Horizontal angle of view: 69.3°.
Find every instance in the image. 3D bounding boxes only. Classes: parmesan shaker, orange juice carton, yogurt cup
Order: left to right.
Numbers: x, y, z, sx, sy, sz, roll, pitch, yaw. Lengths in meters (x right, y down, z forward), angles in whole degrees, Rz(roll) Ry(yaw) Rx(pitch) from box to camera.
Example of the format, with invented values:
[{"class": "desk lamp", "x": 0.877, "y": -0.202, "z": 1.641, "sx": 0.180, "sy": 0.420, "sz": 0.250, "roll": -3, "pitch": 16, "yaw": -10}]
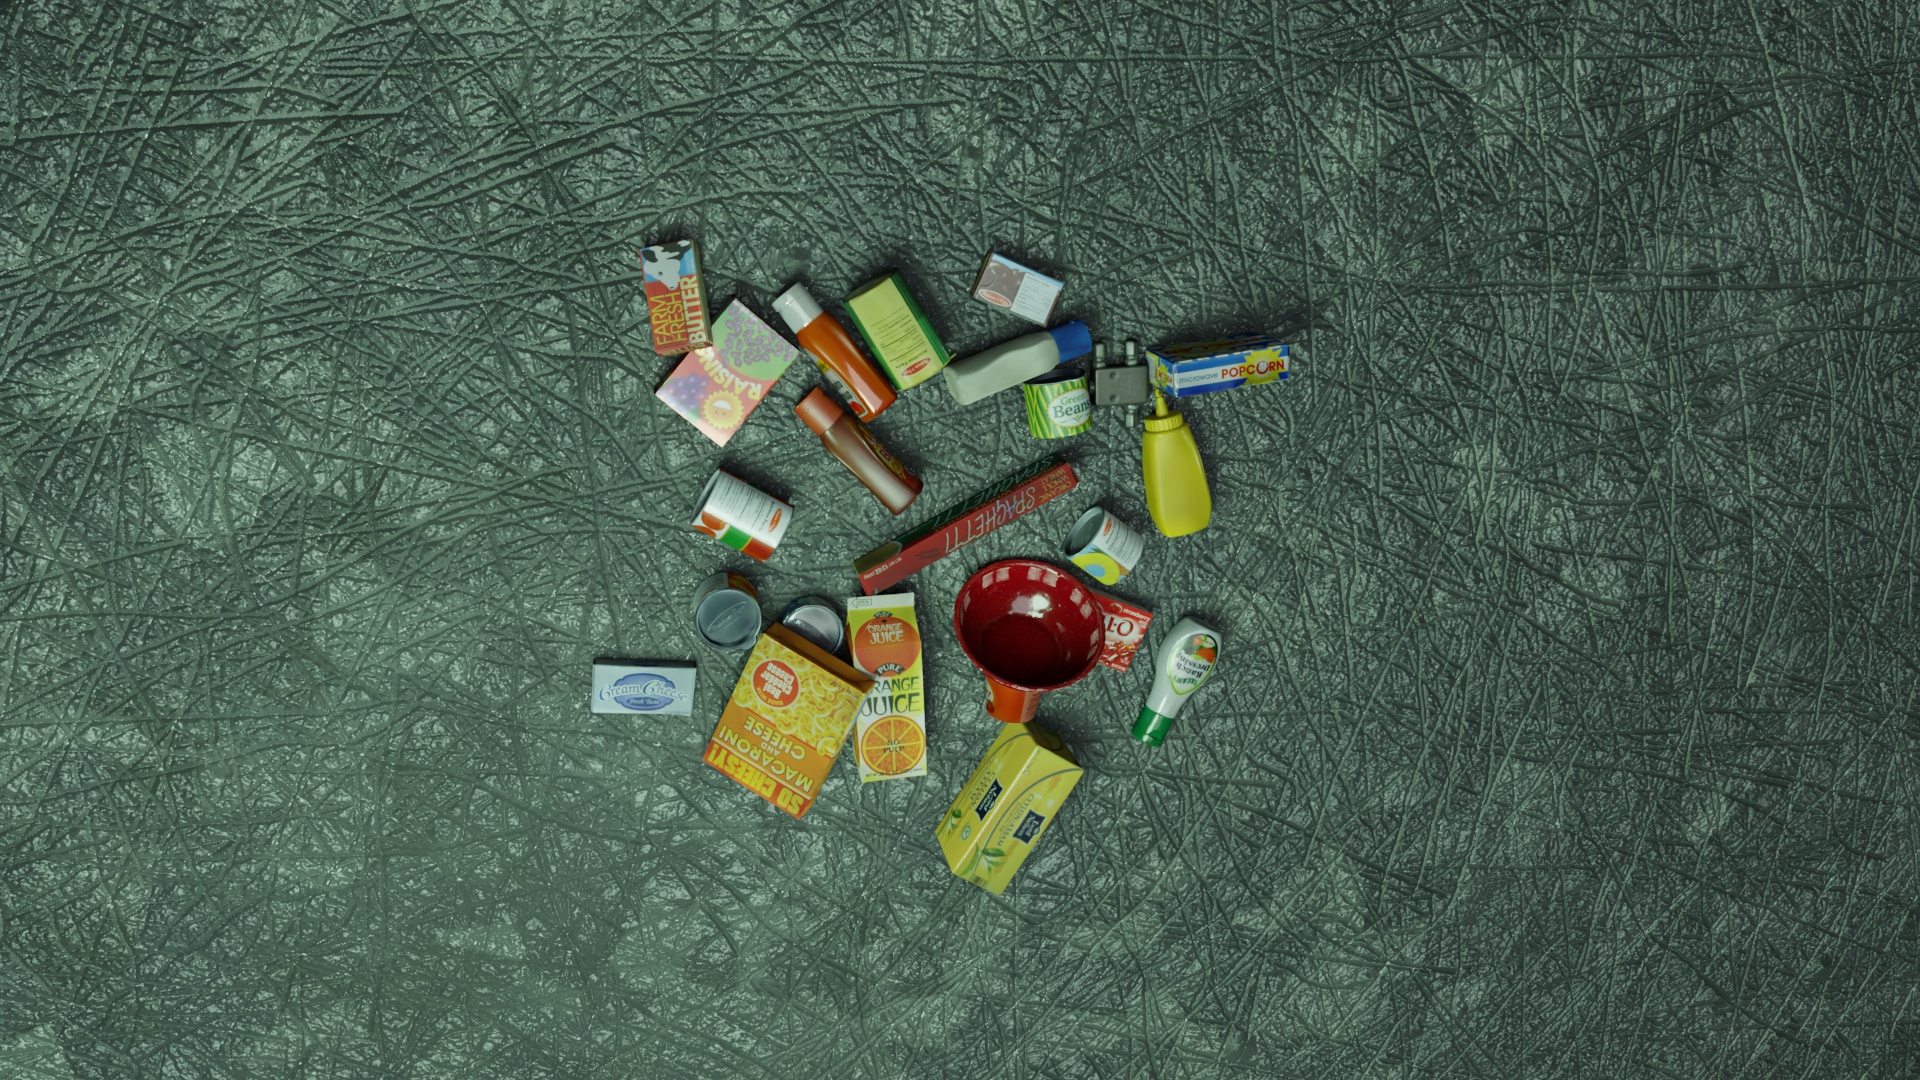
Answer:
[{"class": "orange juice carton", "x": -0.079, "y": 0.148, "z": 1.458, "sx": 0.072, "sy": 0.073, "sz": 0.192, "roll": -5, "pitch": 106, "yaw": -10}, {"class": "parmesan shaker", "x": -0.060, "y": -0.210, "z": 1.367, "sx": 0.071, "sy": 0.071, "sz": 0.103, "roll": -33, "pitch": 109, "yaw": -2}, {"class": "yogurt cup", "x": 0.057, "y": 0.161, "z": 1.497, "sx": 0.072, "sy": 0.072, "sz": 0.053, "roll": 1, "pitch": 113, "yaw": -13}]

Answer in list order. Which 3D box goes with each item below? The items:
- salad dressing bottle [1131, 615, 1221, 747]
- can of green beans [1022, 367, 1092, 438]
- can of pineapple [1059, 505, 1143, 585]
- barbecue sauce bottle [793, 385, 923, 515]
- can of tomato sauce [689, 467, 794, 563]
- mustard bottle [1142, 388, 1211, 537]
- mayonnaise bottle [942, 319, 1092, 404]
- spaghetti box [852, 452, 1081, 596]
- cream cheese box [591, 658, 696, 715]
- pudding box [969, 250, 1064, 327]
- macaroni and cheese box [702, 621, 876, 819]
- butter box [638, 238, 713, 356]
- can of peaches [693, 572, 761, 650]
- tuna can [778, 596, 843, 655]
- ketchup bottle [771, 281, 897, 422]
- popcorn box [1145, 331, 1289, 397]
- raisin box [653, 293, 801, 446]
[{"class": "salad dressing bottle", "x": 0.238, "y": 0.158, "z": 1.545, "sx": 0.064, "sy": 0.044, "sz": 0.147, "roll": 22, "pitch": 100, "yaw": -16}, {"class": "can of green beans", "x": 0.100, "y": -0.141, "z": 1.420, "sx": 0.071, "sy": 0.071, "sz": 0.057, "roll": -13, "pitch": 108, "yaw": -8}, {"class": "can of pineapple", "x": 0.150, "y": 0.006, "z": 1.474, "sx": 0.058, "sy": 0.071, "sz": 0.071, "roll": 35, "pitch": 96, "yaw": -19}, {"class": "barbecue sauce bottle", "x": -0.103, "y": -0.091, "z": 1.395, "sx": 0.043, "sy": 0.065, "sz": 0.148, "roll": -44, "pitch": 101, "yaw": 11}, {"class": "can of tomato sauce", "x": -0.219, "y": -0.025, "z": 1.385, "sx": 0.083, "sy": 0.071, "sz": 0.071, "roll": 28, "pitch": 98, "yaw": -17}, {"class": "mustard bottle", "x": 0.224, "y": -0.086, "z": 1.472, "sx": 0.065, "sy": 0.049, "sz": 0.159, "roll": -15, "pitch": 107, "yaw": -8}, {"class": "mayonnaise bottle", "x": 0.060, "y": -0.182, "z": 1.404, "sx": 0.148, "sy": 0.065, "sz": 0.041, "roll": -22, "pitch": 112, "yaw": -9}, {"class": "spaghetti box", "x": 0.005, "y": -0.018, "z": 1.443, "sx": 0.250, "sy": 0.050, "sz": 0.028, "roll": -29, "pitch": 111, "yaw": -4}, {"class": "cream cheese box", "x": -0.326, "y": 0.151, "z": 1.431, "sx": 0.104, "sy": 0.024, "sz": 0.053, "roll": 3, "pitch": 104, "yaw": -13}, {"class": "pudding box", "x": 0.057, "y": -0.254, "z": 1.399, "sx": 0.084, "sy": 0.030, "sz": 0.049, "roll": 20, "pitch": 101, "yaw": -16}, {"class": "macaroni and cheese box", "x": -0.177, "y": 0.185, "z": 1.425, "sx": 0.124, "sy": 0.040, "sz": 0.165, "roll": 30, "pitch": 112, "yaw": 7}, {"class": "butter box", "x": -0.269, "y": -0.230, "z": 1.316, "sx": 0.053, "sy": 0.024, "sz": 0.103, "roll": -10, "pitch": 88, "yaw": 5}, {"class": "can of peaches", "x": -0.236, "y": 0.073, "z": 1.411, "sx": 0.071, "sy": 0.058, "sz": 0.071, "roll": -3, "pitch": 106, "yaw": -12}, {"class": "tuna can", "x": -0.158, "y": 0.095, "z": 1.448, "sx": 0.071, "sy": 0.033, "sz": 0.071, "roll": -3, "pitch": 106, "yaw": -11}, {"class": "ketchup bottle", "x": -0.124, "y": -0.186, "z": 1.364, "sx": 0.043, "sy": 0.064, "sz": 0.148, "roll": -41, "pitch": 101, "yaw": -9}, {"class": "popcorn box", "x": 0.264, "y": -0.183, "z": 1.434, "sx": 0.127, "sy": 0.085, "sz": 0.038, "roll": -10, "pitch": 109, "yaw": -10}, {"class": "raisin box", "x": -0.228, "y": -0.166, "z": 1.357, "sx": 0.086, "sy": 0.040, "sz": 0.123, "roll": 39, "pitch": 93, "yaw": -19}]
